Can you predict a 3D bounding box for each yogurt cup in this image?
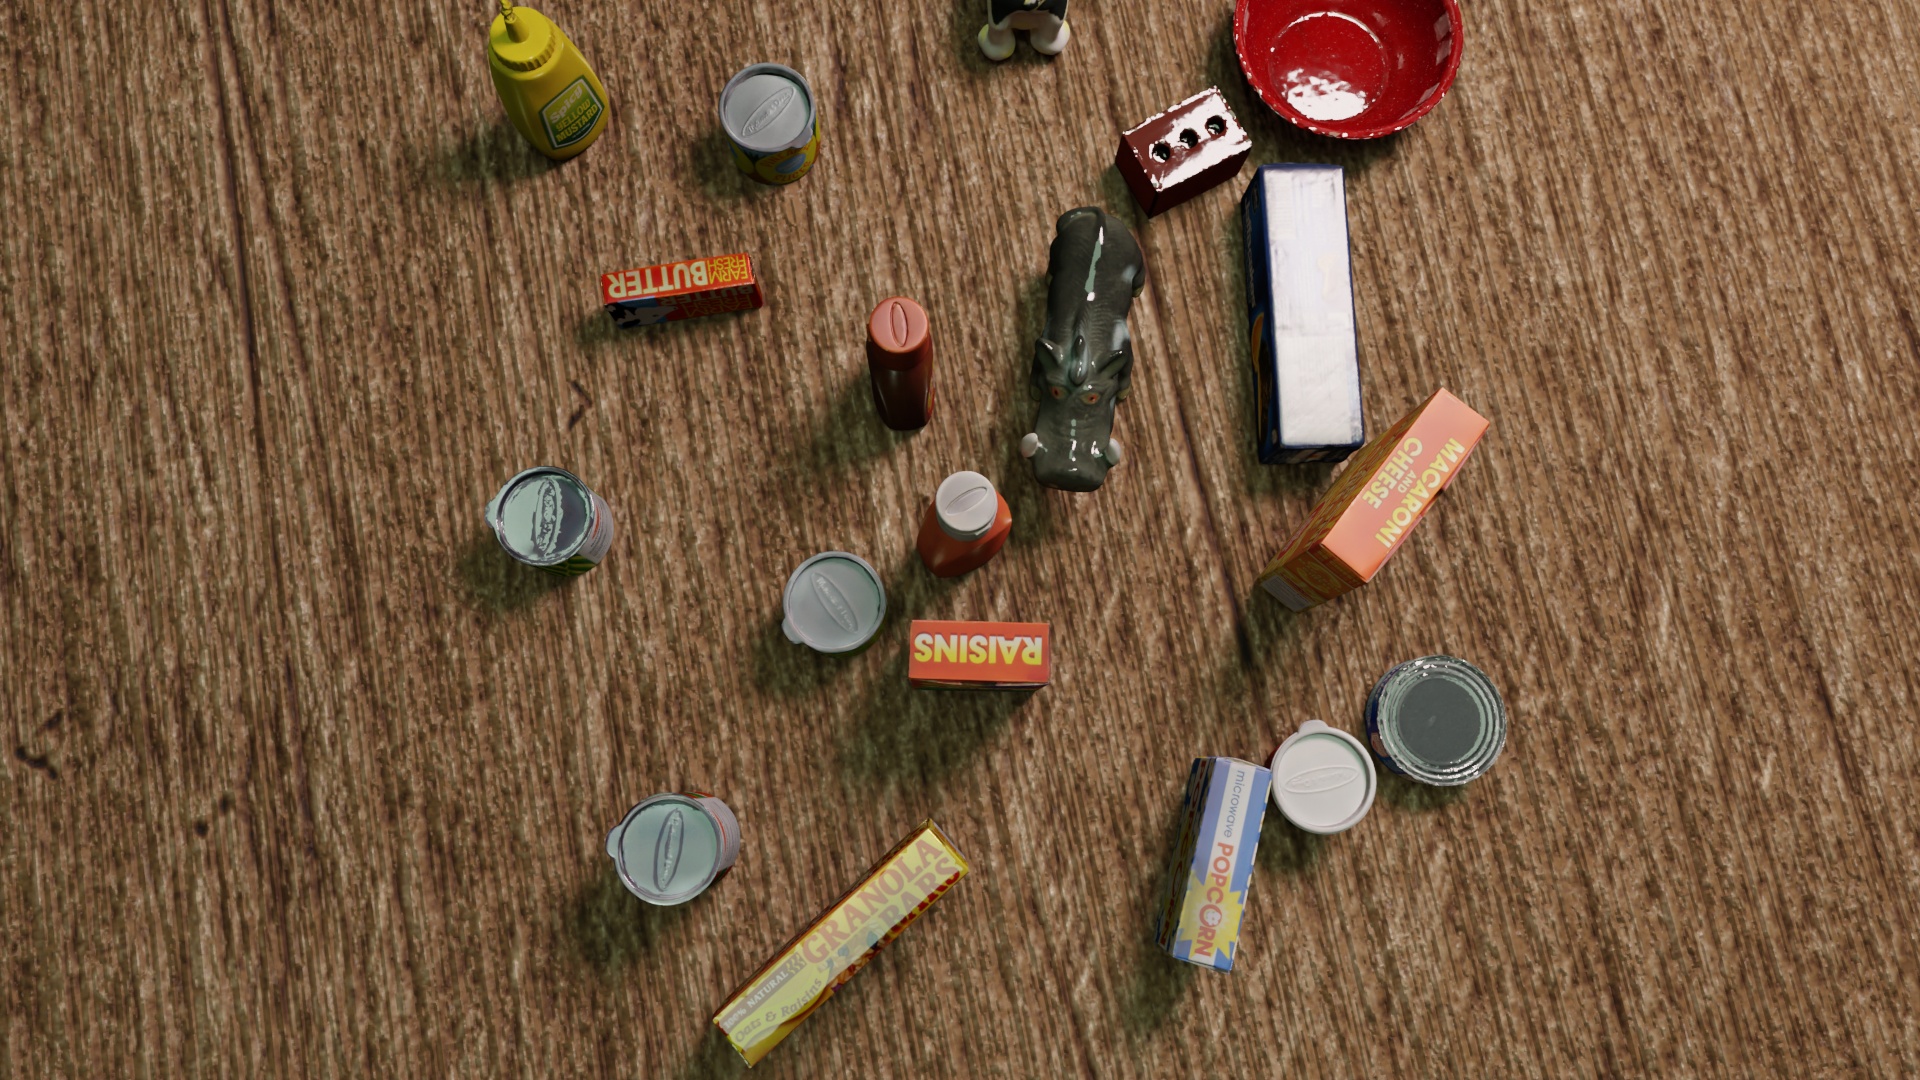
[{"bbox_3d":[0.230,0.156,0.907,0.072,0.054,0.072,0,81,-1],"label":"yogurt cup"}]

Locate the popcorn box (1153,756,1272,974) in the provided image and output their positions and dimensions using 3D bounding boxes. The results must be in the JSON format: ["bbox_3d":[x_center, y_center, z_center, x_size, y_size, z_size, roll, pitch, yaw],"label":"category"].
[{"bbox_3d":[0.159,0.202,0.882,0.038,0.085,0.127,14,81,1],"label":"popcorn box"}]

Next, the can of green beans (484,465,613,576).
[{"bbox_3d":[-0.270,-0.012,0.924,0.071,0.057,0.071,0,81,-1],"label":"can of green beans"}]

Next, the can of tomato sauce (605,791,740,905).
[{"bbox_3d":[-0.179,0.193,0.878,0.071,0.083,0.071,0,81,-1],"label":"can of tomato sauce"}]

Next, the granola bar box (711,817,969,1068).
[{"bbox_3d":[-0.070,0.240,0.852,0.166,0.124,0.039,-41,84,-7],"label":"granola bar box"}]

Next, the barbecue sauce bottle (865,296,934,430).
[{"bbox_3d":[-0.039,-0.117,0.901,0.044,0.148,0.065,-6,81,-2],"label":"barbecue sauce bottle"}]

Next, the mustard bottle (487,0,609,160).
[{"bbox_3d":[-0.280,-0.310,0.923,0.065,0.160,0.049,-45,84,-7],"label":"mustard bottle"}]

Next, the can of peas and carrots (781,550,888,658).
[{"bbox_3d":[-0.083,0.045,0.918,0.071,0.058,0.071,0,81,-1],"label":"can of peas and carrots"}]

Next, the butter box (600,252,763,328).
[{"bbox_3d":[-0.190,-0.172,0.955,0.103,0.053,0.024,-9,81,-3],"label":"butter box"}]

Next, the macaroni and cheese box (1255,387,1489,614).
[{"bbox_3d":[0.257,-0.019,0.881,0.040,0.166,0.124,39,82,5],"label":"macaroni and cheese box"}]

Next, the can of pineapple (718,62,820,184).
[{"bbox_3d":[-0.132,-0.289,0.974,0.071,0.058,0.071,0,81,-1],"label":"can of pineapple"}]

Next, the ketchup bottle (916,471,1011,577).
[{"bbox_3d":[0.003,-0.011,0.883,0.065,0.148,0.043,-32,83,-6],"label":"ketchup bottle"}]

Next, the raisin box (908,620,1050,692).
[{"bbox_3d":[0.010,0.075,0.882,0.086,0.123,0.040,2,81,-1],"label":"raisin box"}]
